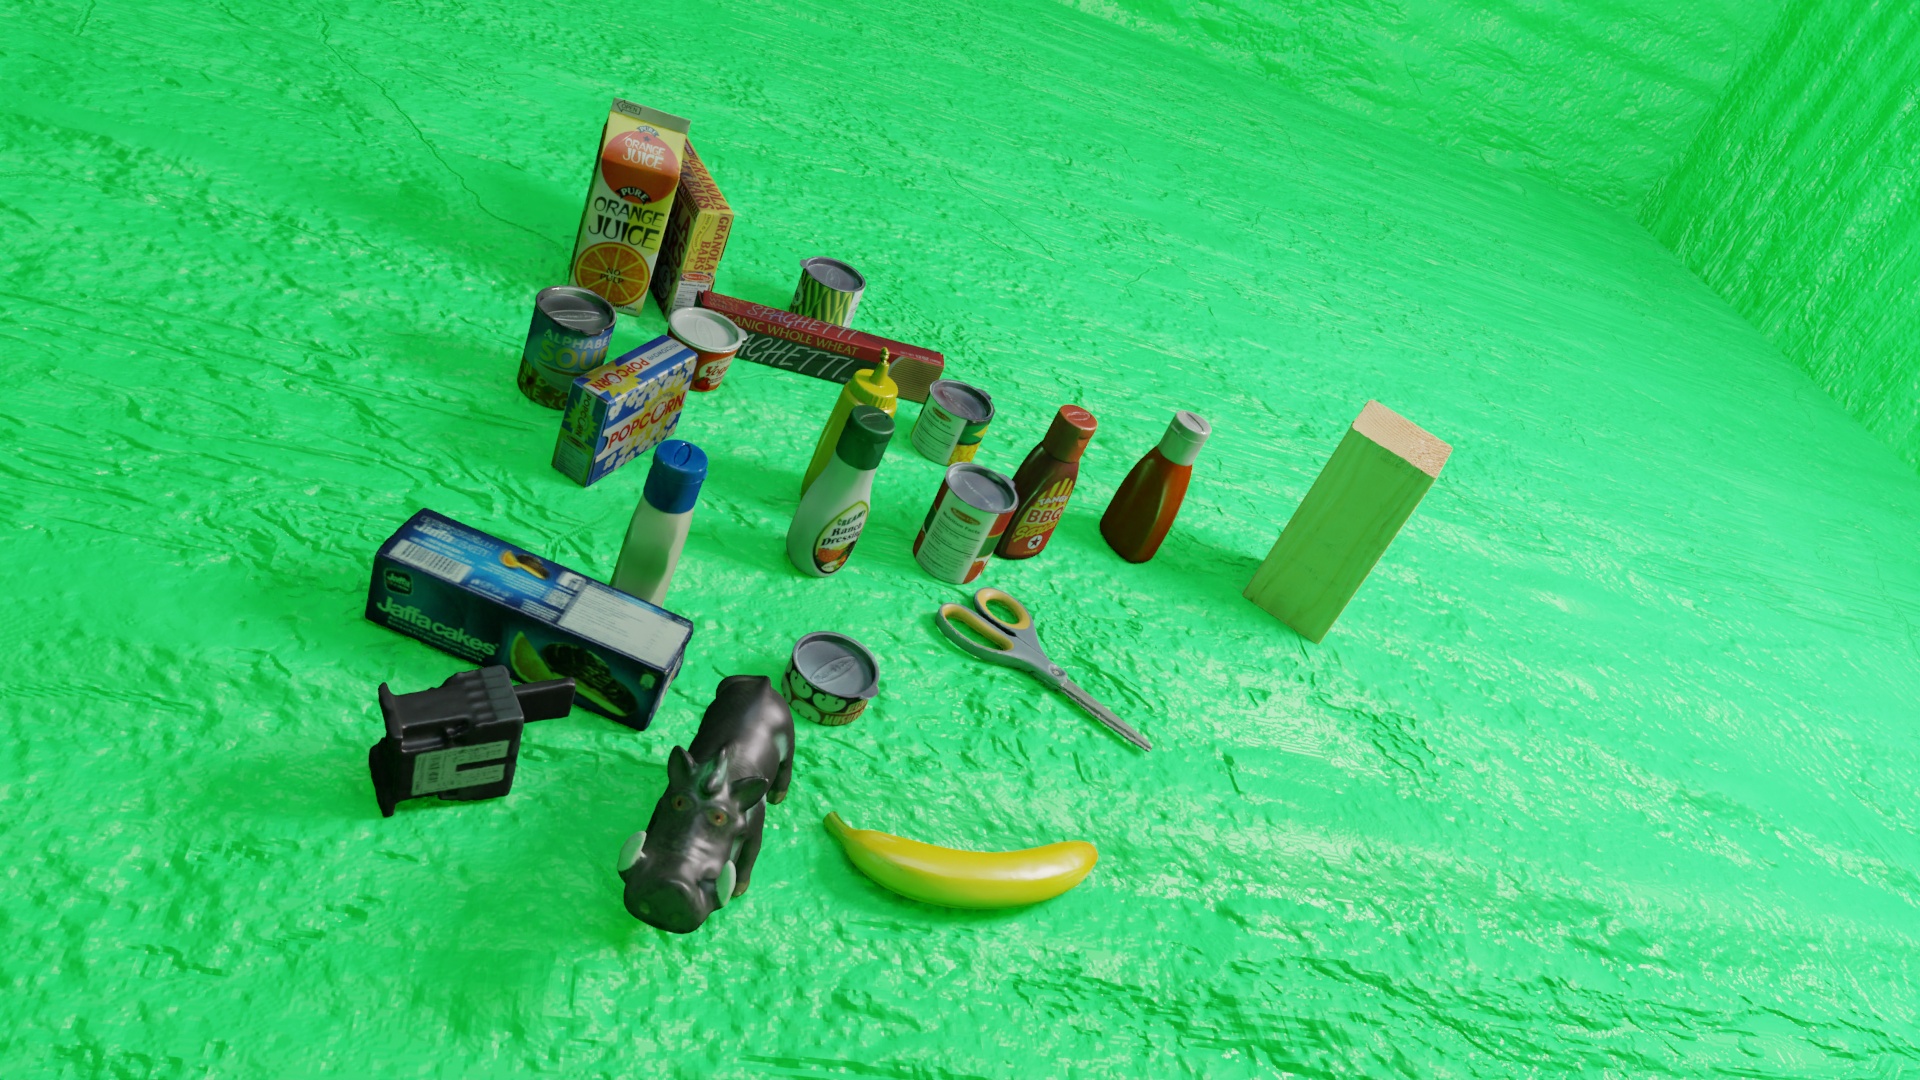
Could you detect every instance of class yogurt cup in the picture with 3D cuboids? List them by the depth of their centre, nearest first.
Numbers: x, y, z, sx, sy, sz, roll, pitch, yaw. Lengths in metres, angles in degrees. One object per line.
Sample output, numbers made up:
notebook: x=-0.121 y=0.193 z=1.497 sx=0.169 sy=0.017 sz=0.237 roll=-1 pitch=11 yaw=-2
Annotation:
yogurt cup: x=-0.238 y=-0.172 z=1.264 sx=0.072 sy=0.053 sz=0.073 roll=18 pitch=34 yaw=-12

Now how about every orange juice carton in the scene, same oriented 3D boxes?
orange juice carton: x=-0.307 y=-0.312 z=1.283 sx=0.072 sy=0.191 sz=0.073 roll=12 pitch=36 yaw=-20

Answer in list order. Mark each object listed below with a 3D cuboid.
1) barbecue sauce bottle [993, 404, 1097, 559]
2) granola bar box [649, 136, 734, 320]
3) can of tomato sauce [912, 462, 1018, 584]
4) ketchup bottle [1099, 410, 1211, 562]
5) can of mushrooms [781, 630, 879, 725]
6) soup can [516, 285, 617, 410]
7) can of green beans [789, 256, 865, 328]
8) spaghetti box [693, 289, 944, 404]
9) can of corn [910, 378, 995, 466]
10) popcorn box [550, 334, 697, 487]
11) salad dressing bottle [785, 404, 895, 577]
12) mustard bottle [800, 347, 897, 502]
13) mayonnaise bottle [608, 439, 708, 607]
barbecue sauce bottle: x=0.073 y=-0.051 z=1.220 sx=0.065 sy=0.147 sz=0.044 roll=-8 pitch=46 yaw=-40
granola bar box: x=-0.278 y=-0.310 z=1.361 sx=0.039 sy=0.123 sz=0.166 roll=0 pitch=41 yaw=-33
can of tomato sauce: x=0.004 y=-0.015 z=1.184 sx=0.071 sy=0.082 sz=0.071 roll=18 pitch=34 yaw=-12
ketchup bottle: x=0.183 y=-0.052 z=1.293 sx=0.043 sy=0.148 sz=0.065 roll=-3 pitch=43 yaw=-37
can of mushrooms: x=-0.093 y=0.101 z=1.007 sx=0.071 sy=0.033 sz=0.071 roll=18 pitch=34 yaw=-12
soup can: x=-0.328 y=-0.159 z=1.160 sx=0.071 sy=0.083 sz=0.072 roll=18 pitch=34 yaw=-12
can of green beans: x=-0.138 y=-0.251 z=1.434 sx=0.071 sy=0.057 sz=0.071 roll=18 pitch=34 yaw=-12
spaghetti box: x=-0.139 y=-0.186 z=1.352 sx=0.250 sy=0.050 sz=0.029 roll=12 pitch=36 yaw=-20
can of corn: x=-0.006 y=-0.113 z=1.332 sx=0.071 sy=0.058 sz=0.071 roll=18 pitch=34 yaw=-12
popcorn box: x=-0.271 y=-0.107 z=1.126 sx=0.038 sy=0.084 sz=0.127 roll=32 pitch=34 yaw=8
salad dressing bottle: x=-0.093 y=-0.038 z=1.094 sx=0.064 sy=0.146 sz=0.044 roll=-16 pitch=52 yaw=-45
mustard bottle: x=-0.087 y=-0.091 z=1.158 sx=0.049 sy=0.159 sz=0.065 roll=29 pitch=33 yaw=4
mayonnaise bottle: x=-0.213 y=-0.003 z=0.967 sx=0.041 sy=0.147 sz=0.065 roll=21 pitch=34 yaw=-8
